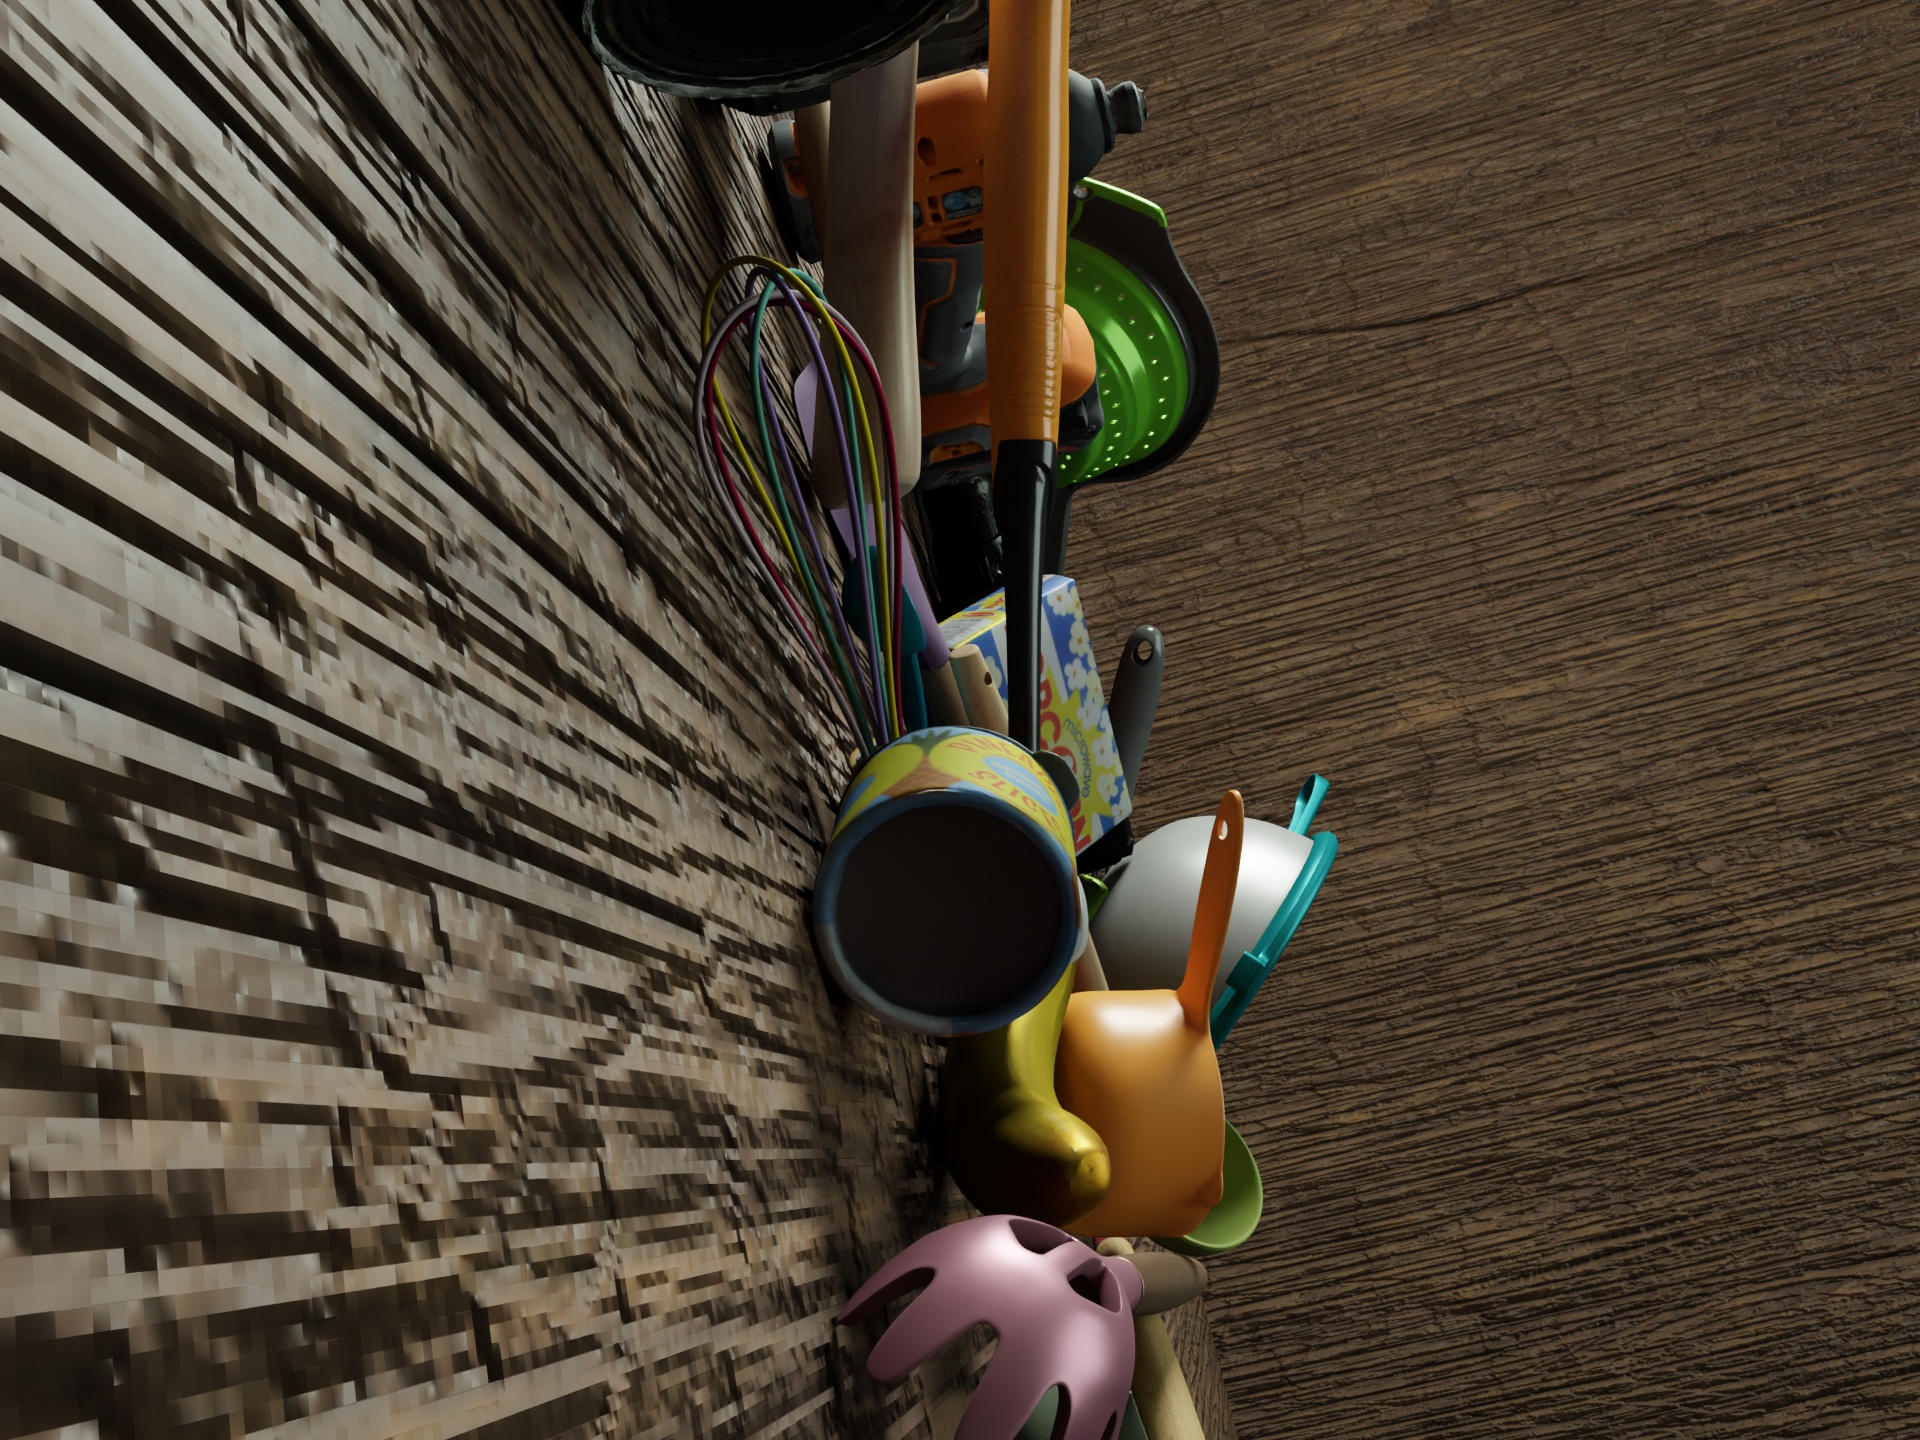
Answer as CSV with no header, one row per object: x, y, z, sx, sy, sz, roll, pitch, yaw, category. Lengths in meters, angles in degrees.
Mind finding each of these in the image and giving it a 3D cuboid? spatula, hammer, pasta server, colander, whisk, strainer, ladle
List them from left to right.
-0.068,-0.243,0.639,0.082,0.044,0.317,19,58,-74,spatula
-0.028,-0.010,0.448,0.051,0.047,0.244,-73,154,-57,whisk
-0.026,-0.261,0.477,0.146,0.038,0.410,45,-42,46,hammer
-0.001,-0.002,0.667,0.060,0.018,0.315,-72,142,-55,spatula
0.021,-0.097,0.507,0.127,0.034,0.337,-168,-102,-87,hammer
0.045,-0.158,1.037,0.094,0.204,0.396,-58,162,-34,colander
0.086,0.058,0.952,0.055,0.055,0.239,-82,-177,-77,whisk
0.064,0.106,0.693,0.078,0.062,0.320,-55,131,-51,ladle
0.042,0.161,0.437,0.060,0.040,0.316,37,-6,22,pasta server
0.059,0.207,0.579,0.315,0.031,0.069,-115,-176,-78,ladle
0.136,0.098,0.921,0.340,0.095,0.211,-46,168,-53,strainer

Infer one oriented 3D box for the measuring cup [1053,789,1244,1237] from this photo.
0.059,0.102,0.556,0.095,0.052,0.173,-123,-141,-61,measuring cup

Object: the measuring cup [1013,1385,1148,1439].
0.028,0.206,0.497,0.168,0.038,0.083,-124,-163,-66,measuring cup

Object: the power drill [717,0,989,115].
-0.049,-0.330,0.539,0.079,0.143,0.219,-104,180,-69,power drill

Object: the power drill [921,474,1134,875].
0.025,-0.035,0.894,0.227,0.080,0.187,-102,176,-58,power drill

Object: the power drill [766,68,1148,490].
0.013,-0.213,0.765,0.226,0.164,0.084,70,7,-64,power drill

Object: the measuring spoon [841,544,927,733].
-0.028,-0.018,0.607,0.042,0.021,0.128,57,-13,27,measuring spoon
